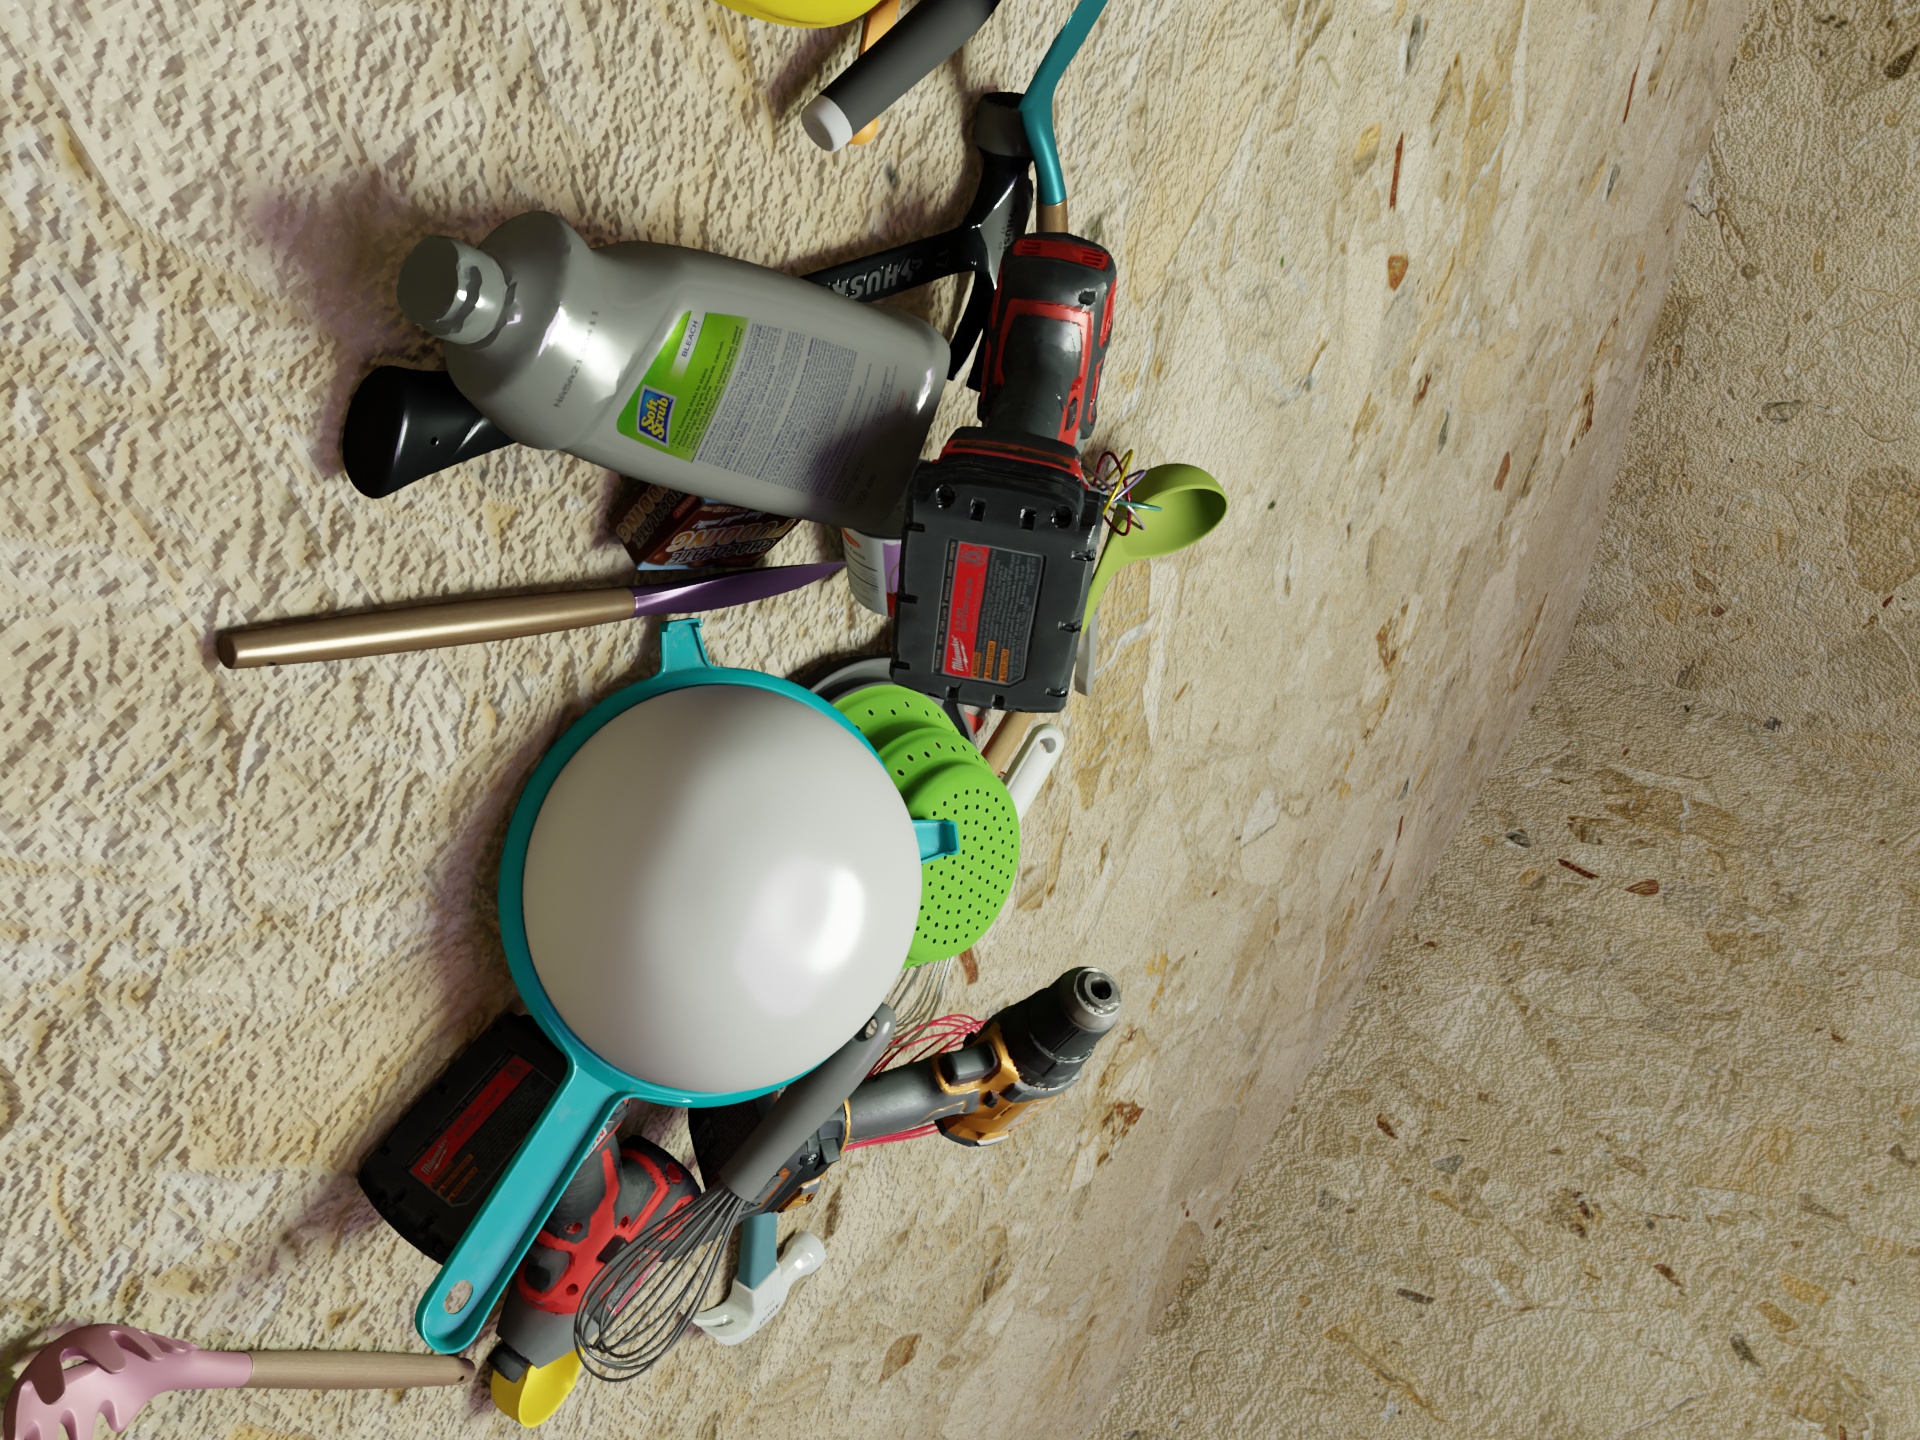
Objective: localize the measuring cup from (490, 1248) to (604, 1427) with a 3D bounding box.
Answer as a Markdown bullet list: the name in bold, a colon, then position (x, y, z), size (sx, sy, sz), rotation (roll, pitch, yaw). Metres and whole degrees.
- **measuring cup**: position (-0.227, 0.333, 0.937), size (0.062, 0.029, 0.157), rotation (68, 41, -57)

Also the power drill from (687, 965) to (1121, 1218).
- **power drill**: position (-0.025, 0.208, 0.925), size (0.226, 0.084, 0.185), rotation (-5, 150, -32)

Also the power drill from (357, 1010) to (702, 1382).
- **power drill**: position (-0.215, 0.257, 0.824), size (0.143, 0.079, 0.219), rotation (-50, 154, -26)

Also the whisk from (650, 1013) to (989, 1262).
- **whisk**: position (-0.078, 0.266, 1.021), size (0.296, 0.073, 0.073), rotation (-23, 134, -40)

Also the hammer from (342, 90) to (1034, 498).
- **hammer**: position (-0.091, -0.174, 0.700), size (0.409, 0.036, 0.149), rotation (-35, 143, -45)

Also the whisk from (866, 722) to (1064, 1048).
- **whisk**: position (0.002, 0.103, 1.027), size (0.246, 0.057, 0.059), rotation (-58, -171, -19)

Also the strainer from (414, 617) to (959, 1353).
- **strainer**: position (-0.127, 0.130, 0.710), size (0.210, 0.095, 0.340), rotation (40, 69, -24)

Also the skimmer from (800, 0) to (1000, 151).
- **skimmer**: position (0.039, -0.391, 0.733), size (0.363, 0.090, 0.127), rotation (-47, 145, -14)

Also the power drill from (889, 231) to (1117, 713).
- **power drill**: position (0.026, -0.102, 0.756), size (0.227, 0.080, 0.187), rotation (-77, 176, -47)

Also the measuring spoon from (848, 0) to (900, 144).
- **measuring spoon**: position (-0.031, -0.314, 0.706), size (0.021, 0.011, 0.117), rotation (-17, 129, -56)

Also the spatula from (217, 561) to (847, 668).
- **spatula**: position (-0.165, -0.047, 0.679), size (0.316, 0.060, 0.018), rotation (-15, 85, -53)

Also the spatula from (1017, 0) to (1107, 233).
- **spatula**: position (0.056, -0.244, 0.816), size (0.082, 0.044, 0.317), rotation (-58, 160, -28)

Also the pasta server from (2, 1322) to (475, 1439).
- **pasta server**: position (-0.309, 0.304, 0.730), size (0.060, 0.040, 0.316), rotation (-47, 153, -6)

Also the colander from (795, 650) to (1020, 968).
- **colander**: position (-0.001, -0.003, 0.906), size (0.204, 0.094, 0.397), rotation (36, 74, -48)

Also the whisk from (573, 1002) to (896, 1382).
- **whisk**: position (-0.112, 0.239, 0.813), size (0.239, 0.055, 0.055), rotation (-50, 154, 0)

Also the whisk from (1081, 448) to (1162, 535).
- **whisk**: position (0.084, -0.136, 0.942), size (0.245, 0.051, 0.047), rotation (-85, 173, -81)

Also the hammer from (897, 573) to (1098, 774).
- **hammer**: position (-0.019, 0.024, 1.016), size (0.359, 0.037, 0.149), rotation (-46, 149, -34)

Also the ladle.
- **ladle**: position (0.070, -0.032, 1.028), size (0.320, 0.062, 0.078), rotation (-57, 154, -9)

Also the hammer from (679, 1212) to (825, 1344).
- **hammer**: position (-0.131, 0.294, 1.061), size (0.128, 0.033, 0.330), rotation (-36, 143, -46)
